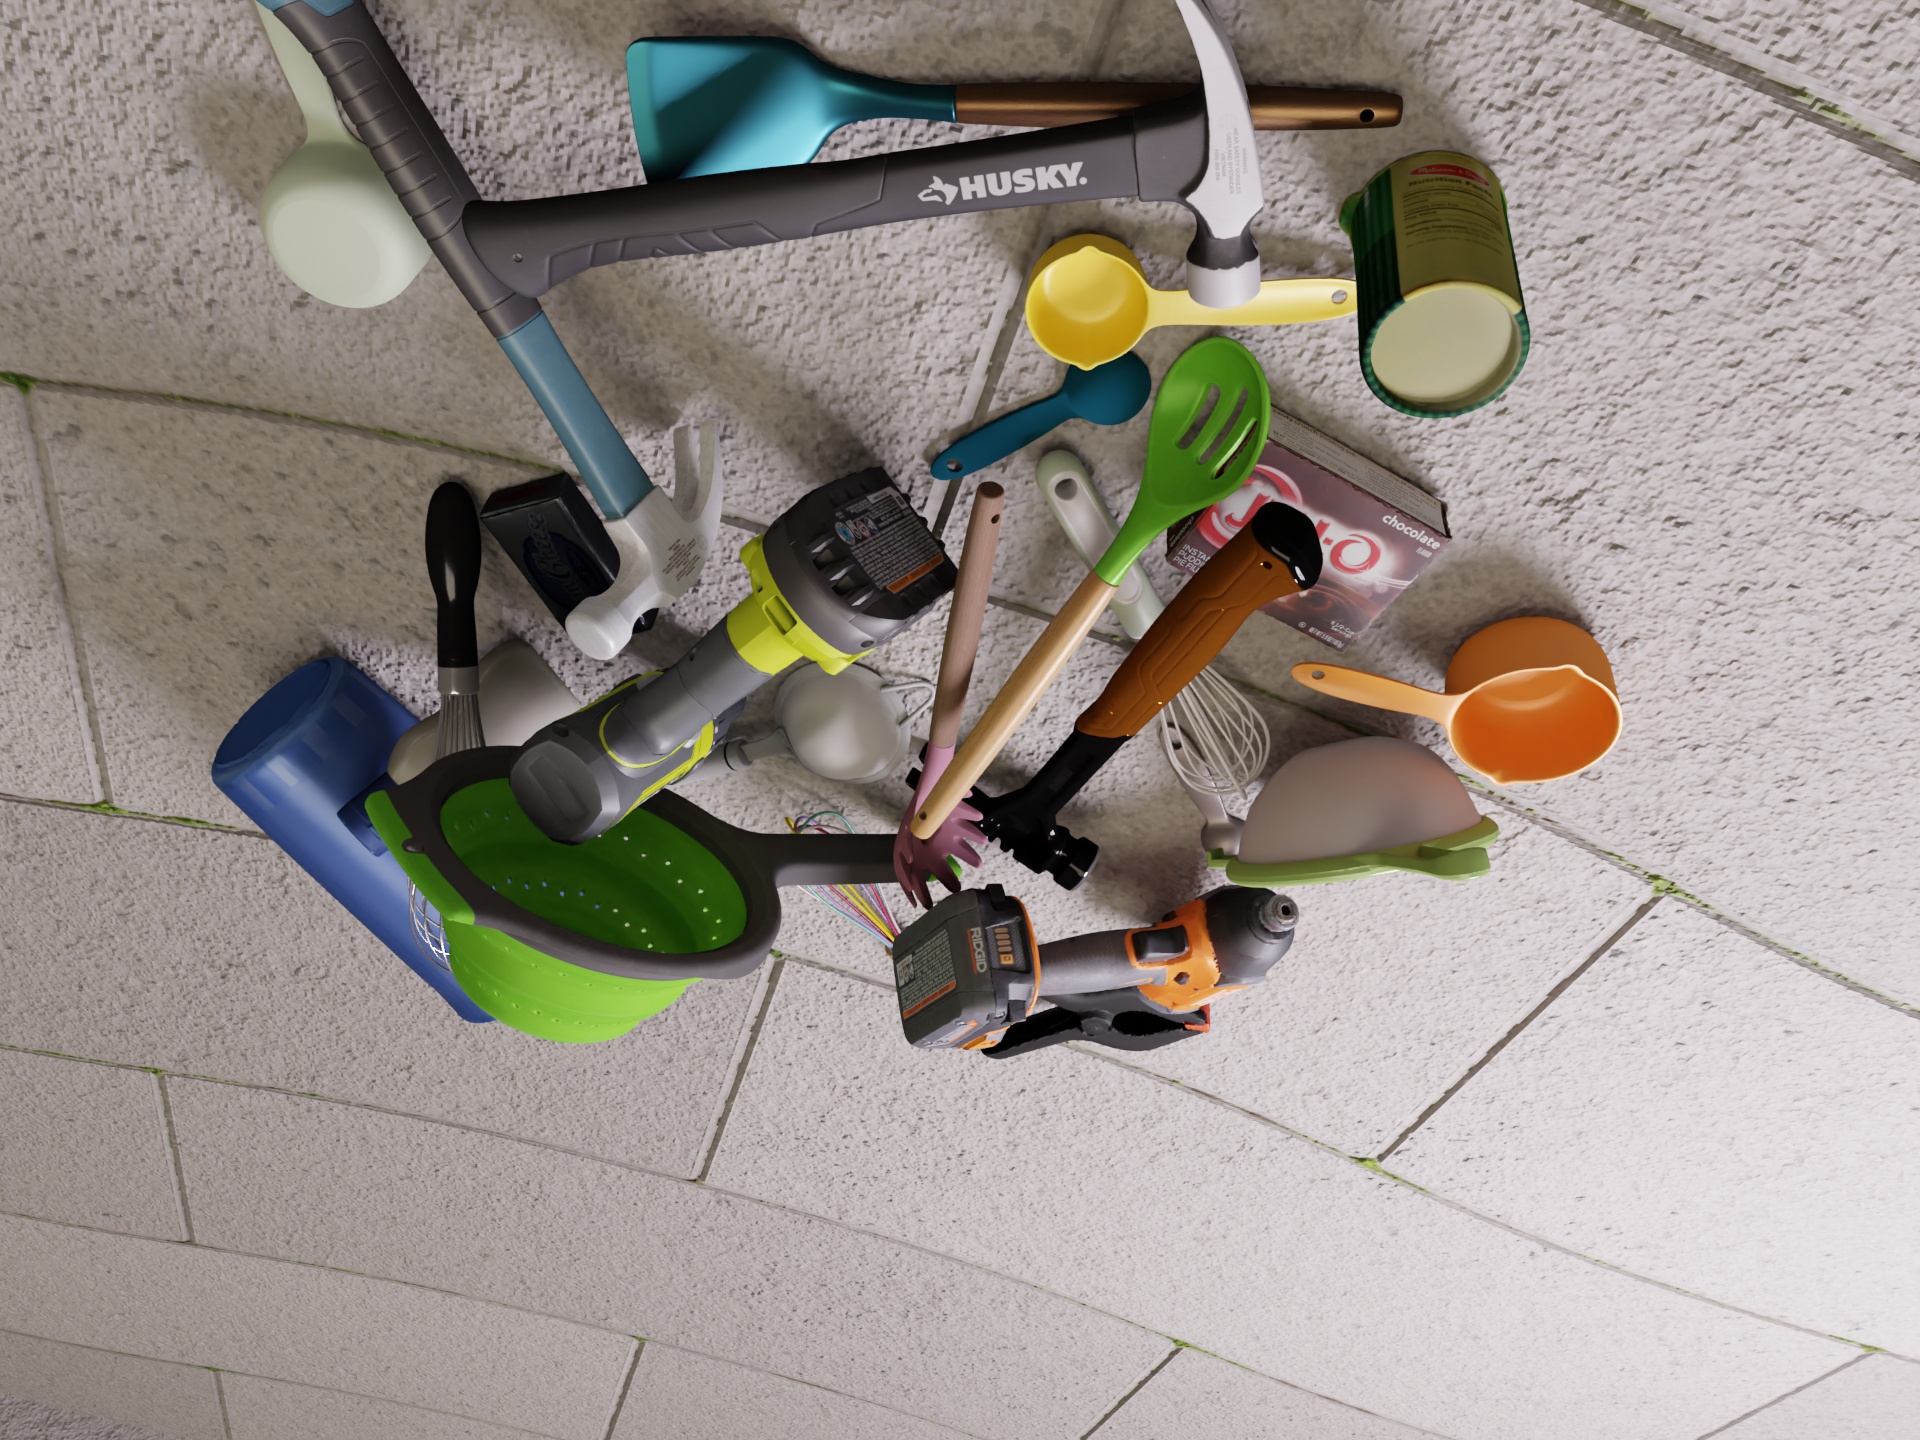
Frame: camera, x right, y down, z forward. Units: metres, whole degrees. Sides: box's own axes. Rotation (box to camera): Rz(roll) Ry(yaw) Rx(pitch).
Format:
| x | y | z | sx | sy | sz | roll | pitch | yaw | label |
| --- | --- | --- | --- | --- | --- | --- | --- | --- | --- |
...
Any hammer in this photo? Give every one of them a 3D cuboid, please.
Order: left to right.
| x | y | z | sx | sy | sz | roll | pitch | yaw | label |
| --- | --- | --- | --- | --- | --- | --- | --- | --- | --- |
| -0.213 | -0.196 | 0.736 | 0.033 | 0.128 | 0.330 | -1 | 129 | 40 | hammer |
| -0.045 | -0.224 | 0.660 | 0.335 | 0.035 | 0.146 | -5 | 135 | 9 | hammer |
| 0.082 | -0.013 | 0.853 | 0.127 | 0.034 | 0.336 | 33 | 143 | -4 | hammer |

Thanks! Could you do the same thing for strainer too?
| x | y | z | sx | sy | sz | roll | pitch | yaw | label |
| --- | --- | --- | --- | --- | --- | --- | --- | --- | --- |
| -0.131 | 0.022 | 0.989 | 0.258 | 0.050 | 0.086 | -15 | 115 | 29 | strainer |
| 0.219 | 0.044 | 0.837 | 0.151 | 0.069 | 0.256 | -11 | 179 | -2 | strainer |

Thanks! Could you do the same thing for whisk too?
| x | y | z | sx | sy | sz | roll | pitch | yaw | label |
| --- | --- | --- | --- | --- | --- | --- | --- | --- | --- |
| -0.282 | 0.008 | 0.902 | 0.070 | 0.070 | 0.284 | 3 | 99 | 9 | whisk |
| -0.054 | 0.139 | 1.099 | 0.047 | 0.051 | 0.244 | 10 | 148 | 40 | whisk |
| 0.105 | -0.046 | 0.862 | 0.058 | 0.059 | 0.246 | -29 | 121 | 11 | whisk |

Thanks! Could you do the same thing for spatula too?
| x | y | z | sx | sy | sz | roll | pitch | yaw | label |
| --- | --- | --- | --- | --- | --- | --- | --- | --- | --- |
| 0.023 | -0.252 | 0.666 | 0.317 | 0.044 | 0.082 | 3 | 134 | 7 | spatula |

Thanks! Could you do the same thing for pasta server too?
| x | y | z | sx | sy | sz | roll | pitch | yaw | label |
| --- | --- | --- | --- | --- | --- | --- | --- | --- | --- |
| -0.001 | -0.003 | 0.860 | 0.040 | 0.060 | 0.316 | 45 | 147 | 26 | pasta server |

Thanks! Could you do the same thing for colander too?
| x | y | z | sx | sy | sz | roll | pitch | yaw | label |
| --- | --- | --- | --- | --- | --- | --- | --- | --- | --- |
| -0.152 | 0.110 | 0.912 | 0.396 | 0.205 | 0.094 | 5 | 118 | -48 | colander |

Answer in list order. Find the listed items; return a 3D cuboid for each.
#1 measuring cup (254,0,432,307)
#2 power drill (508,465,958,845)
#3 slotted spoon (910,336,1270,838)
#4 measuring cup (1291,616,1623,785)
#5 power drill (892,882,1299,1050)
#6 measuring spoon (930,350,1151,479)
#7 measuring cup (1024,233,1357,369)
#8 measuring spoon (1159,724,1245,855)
| x | y | z | sx | sy | sz | roll | pitch | yaw | label |
| --- | --- | --- | --- | --- | --- | --- | --- | --- | --- |
| -0.296 | -0.263 | 0.723 | 0.083 | 0.038 | 0.167 | 4 | 138 | 8 | measuring cup |
| -0.113 | -0.035 | 0.844 | 0.228 | 0.190 | 0.080 | -35 | 93 | 26 | power drill |
| 0.058 | -0.054 | 0.805 | 0.031 | 0.070 | 0.313 | 3 | 130 | -48 | slotted spoon |
| 0.263 | -0.023 | 0.850 | 0.173 | 0.052 | 0.095 | 13 | 137 | 1 | measuring cup |
| 0.089 | 0.142 | 0.971 | 0.226 | 0.084 | 0.164 | -2 | 159 | -22 | power drill |
| 0.036 | -0.144 | 0.791 | 0.128 | 0.021 | 0.042 | -23 | 127 | 29 | measuring spoon |
| 0.107 | -0.196 | 0.725 | 0.156 | 0.029 | 0.062 | -2 | 133 | 2 | measuring cup |
| 0.148 | 0.049 | 0.972 | 0.034 | 0.018 | 0.124 | -14 | 131 | 25 | measuring spoon |
